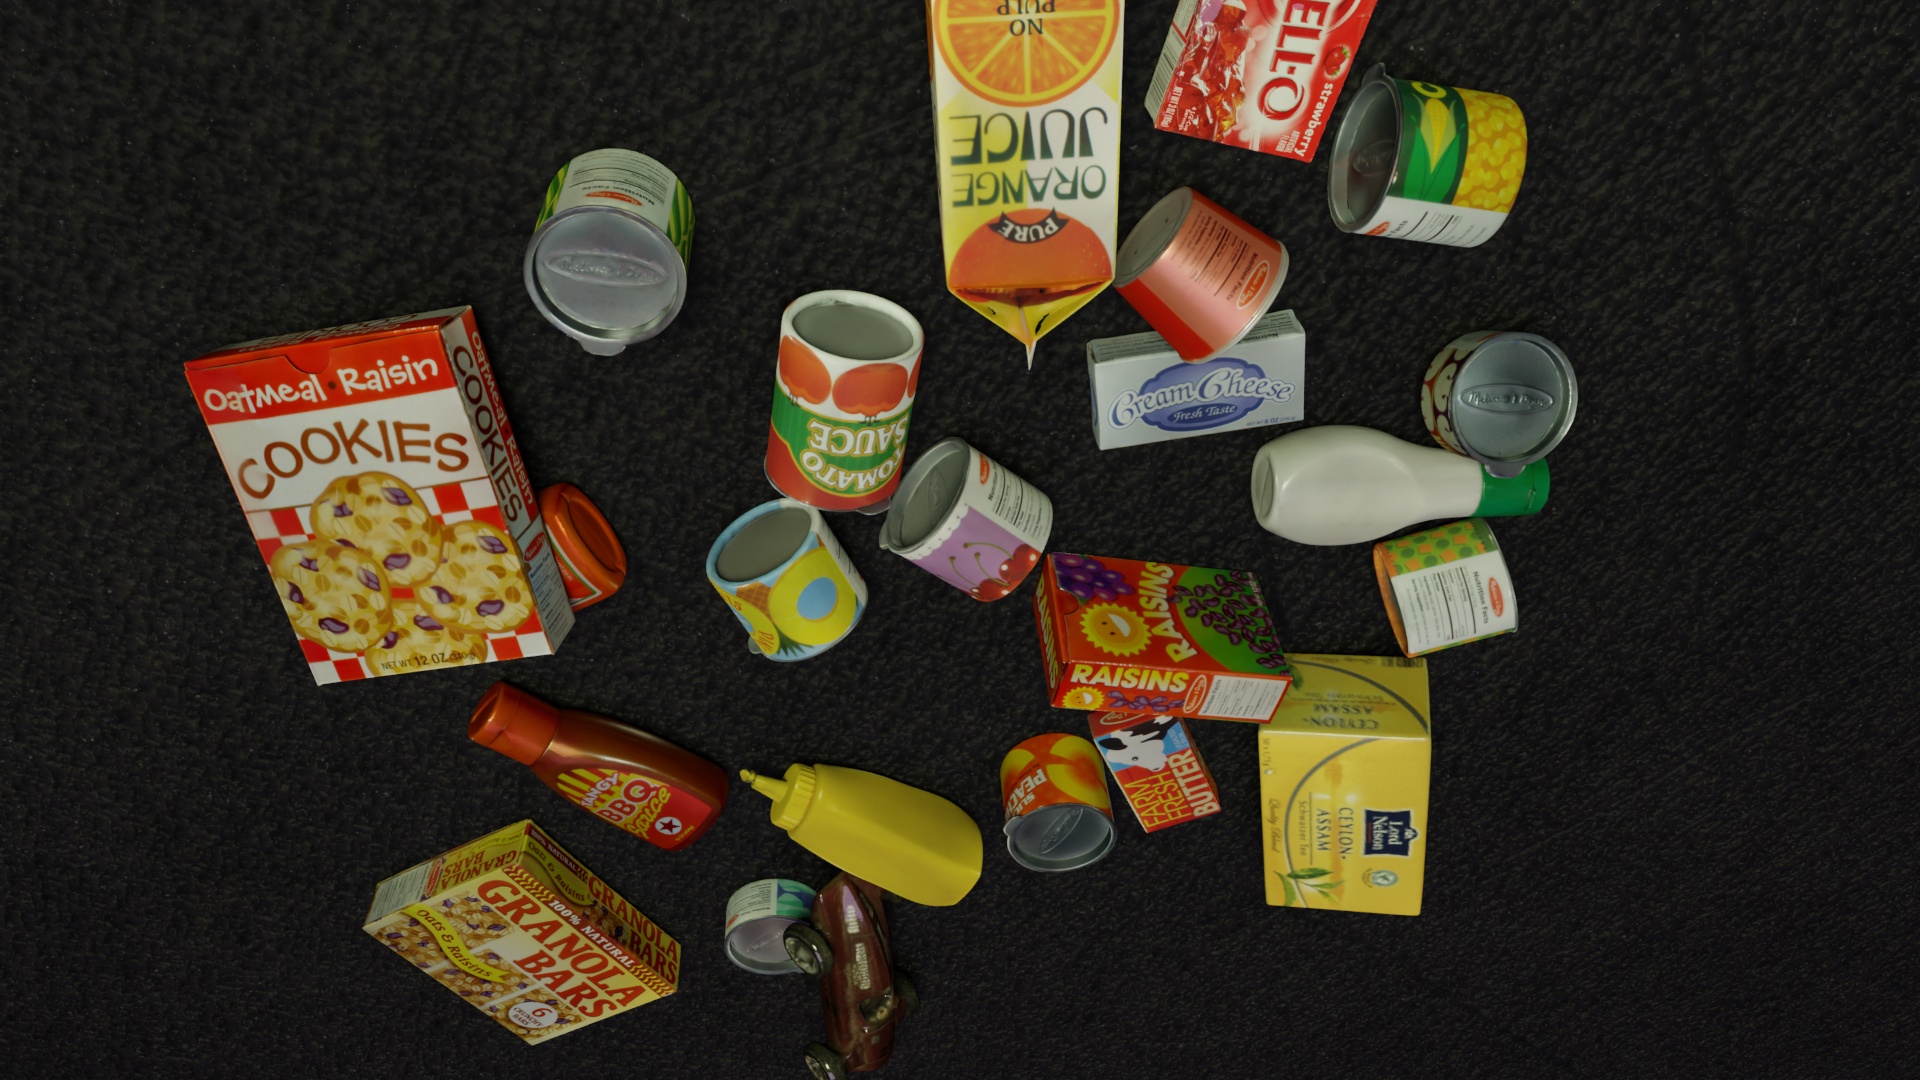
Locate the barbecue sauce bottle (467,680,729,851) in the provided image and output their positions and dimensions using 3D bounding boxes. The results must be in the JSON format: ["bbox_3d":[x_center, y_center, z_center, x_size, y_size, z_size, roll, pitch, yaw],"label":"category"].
[{"bbox_3d":[-0.212,0.130,0.812,0.148,0.044,0.064,34,120,-28],"label":"barbecue sauce bottle"}]

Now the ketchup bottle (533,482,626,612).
[{"bbox_3d":[-0.252,0.024,0.721,0.148,0.044,0.064,-22,122,13],"label":"ketchup bottle"}]

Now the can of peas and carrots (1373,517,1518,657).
[{"bbox_3d":[0.263,0.025,0.759,0.059,0.071,0.070,-16,129,8],"label":"can of peas and carrots"}]

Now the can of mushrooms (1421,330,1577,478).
[{"bbox_3d":[0.264,-0.068,0.684,0.071,0.033,0.071,-2,102,-8],"label":"can of mushrooms"}]

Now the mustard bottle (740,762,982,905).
[{"bbox_3d":[-0.064,0.171,0.850,0.160,0.065,0.048,26,117,-17],"label":"mustard bottle"}]

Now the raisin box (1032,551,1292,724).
[{"bbox_3d":[0.106,0.052,0.750,0.123,0.086,0.039,6,130,-10],"label":"raisin box"}]

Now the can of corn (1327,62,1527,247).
[{"bbox_3d":[0.199,-0.164,0.596,0.058,0.071,0.070,5,129,-10],"label":"can of corn"}]

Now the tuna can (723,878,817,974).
[{"bbox_3d":[-0.123,0.261,0.934,0.071,0.033,0.070,-3,130,-3],"label":"tuna can"}]

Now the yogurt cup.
[{"bbox_3d":[0.105,-0.121,0.624,0.054,0.073,0.072,34,119,-19],"label":"yogurt cup"}]

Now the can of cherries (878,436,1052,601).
[{"bbox_3d":[0.003,-0.009,0.704,0.058,0.072,0.071,31,120,-28],"label":"can of cherries"}]

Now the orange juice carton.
[{"bbox_3d":[0.025,-0.170,0.570,0.073,0.072,0.191,-4,129,-1],"label":"orange juice carton"}]

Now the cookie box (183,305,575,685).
[{"bbox_3d":[-0.268,-0.018,0.653,0.123,0.040,0.166,-8,114,7],"label":"cookie box"}]

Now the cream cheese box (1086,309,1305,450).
[{"bbox_3d":[0.116,-0.079,0.684,0.104,0.024,0.053,-9,128,1],"label":"cream cheese box"}]

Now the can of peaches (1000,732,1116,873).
[{"bbox_3d":[0.057,0.160,0.853,0.071,0.058,0.070,-2,130,-3],"label":"can of peaches"}]

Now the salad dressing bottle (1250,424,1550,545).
[{"bbox_3d":[0.229,-0.029,0.724,0.148,0.044,0.064,-1,122,-6],"label":"salad dressing bottle"}]

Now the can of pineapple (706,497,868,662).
[{"bbox_3d":[-0.091,0.021,0.718,0.071,0.071,0.057,-21,127,12],"label":"can of pineapple"}]

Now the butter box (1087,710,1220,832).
[{"bbox_3d":[0.122,0.138,0.862,0.053,0.024,0.103,-21,128,12],"label":"butter box"}]

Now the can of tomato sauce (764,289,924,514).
[{"bbox_3d":[-0.054,-0.064,0.650,0.071,0.071,0.082,5,128,-10],"label":"can of tomato sauce"}]

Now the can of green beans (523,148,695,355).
[{"bbox_3d":[-0.149,-0.127,0.597,0.071,0.058,0.071,-3,129,-3],"label":"can of green beans"}]

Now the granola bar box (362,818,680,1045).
[{"bbox_3d":[-0.284,0.261,0.915,0.124,0.039,0.165,-24,127,15],"label":"granola bar box"}]
